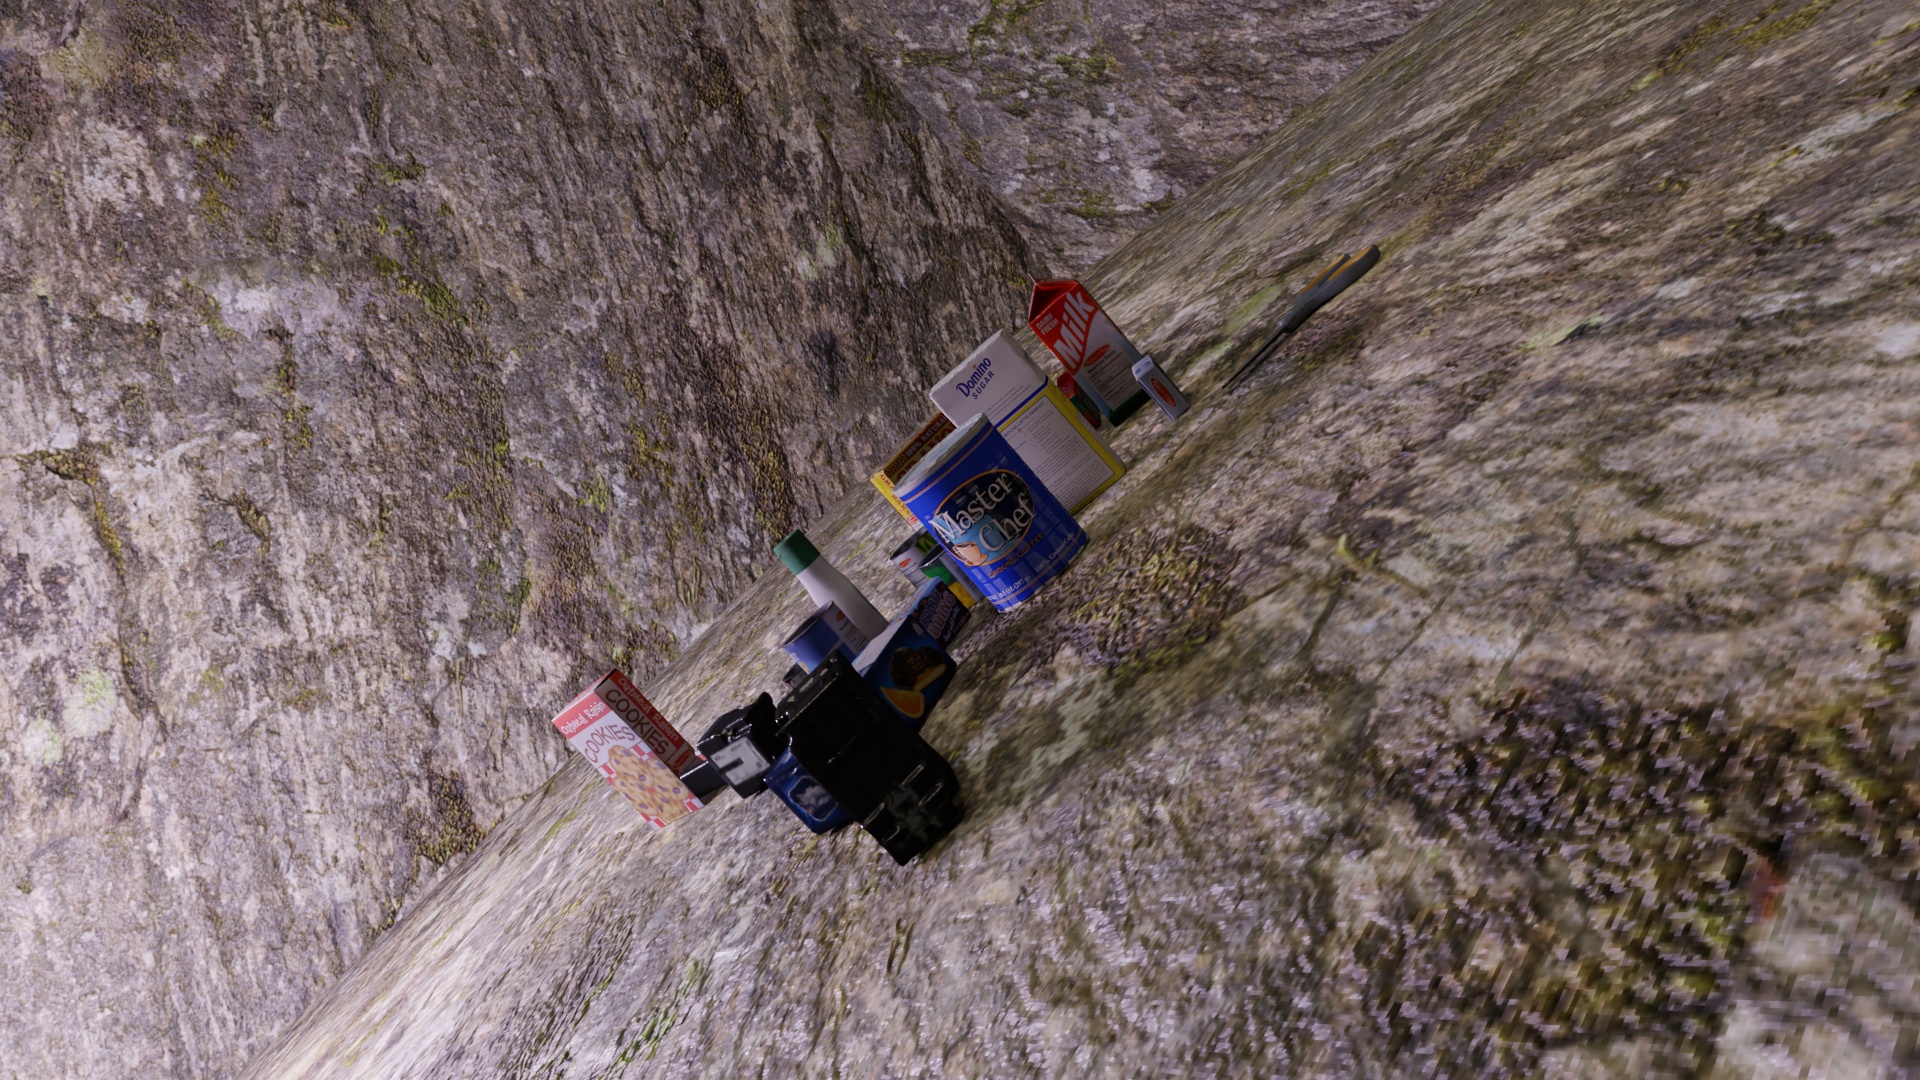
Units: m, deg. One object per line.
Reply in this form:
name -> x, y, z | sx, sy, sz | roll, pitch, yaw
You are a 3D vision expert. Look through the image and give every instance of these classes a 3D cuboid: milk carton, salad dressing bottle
milk carton -> 0.136, -0.223, 1.533 | 0.073, 0.190, 0.072 | -40, 8, 11
salad dressing bottle -> -0.141, 0.053, 1.505 | 0.044, 0.147, 0.064 | -44, 9, -18

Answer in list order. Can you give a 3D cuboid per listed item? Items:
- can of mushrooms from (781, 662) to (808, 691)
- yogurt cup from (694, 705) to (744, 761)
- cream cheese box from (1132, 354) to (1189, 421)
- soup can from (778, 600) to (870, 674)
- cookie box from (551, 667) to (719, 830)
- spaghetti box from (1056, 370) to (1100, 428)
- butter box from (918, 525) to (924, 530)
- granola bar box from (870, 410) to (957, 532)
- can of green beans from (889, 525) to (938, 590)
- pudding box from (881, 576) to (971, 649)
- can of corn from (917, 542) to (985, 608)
can of mushrooms -> -0.162, 0.144, 1.525 | 0.071, 0.033, 0.071 | -40, 8, 7
yogurt cup -> -0.226, 0.210, 1.406 | 0.072, 0.054, 0.072 | -40, 8, 7
cream cheese box -> 0.196, -0.151, 1.368 | 0.024, 0.053, 0.104 | -40, 9, 12
soup can -> -0.122, 0.112, 1.342 | 0.071, 0.083, 0.071 | -40, 8, 7
cookie box -> -0.343, 0.223, 1.473 | 0.122, 0.167, 0.040 | -32, 12, 47
spaghetti box -> 0.144, -0.173, 1.718 | 0.028, 0.050, 0.251 | -40, 9, 12
butter box -> 0.006, -0.019, 1.544 | 0.103, 0.053, 0.024 | -39, 9, 17
granola bar box -> -0.015, -0.082, 1.710 | 0.166, 0.124, 0.039 | -47, 10, -33
can of green beans -> -0.033, 0.020, 1.500 | 0.071, 0.058, 0.071 | -40, 8, 7
pudding box -> -0.031, 0.076, 1.237 | 0.030, 0.049, 0.084 | -34, 11, 42
can of corn -> 0.002, 0.025, 1.317 | 0.071, 0.058, 0.071 | -40, 8, 7
